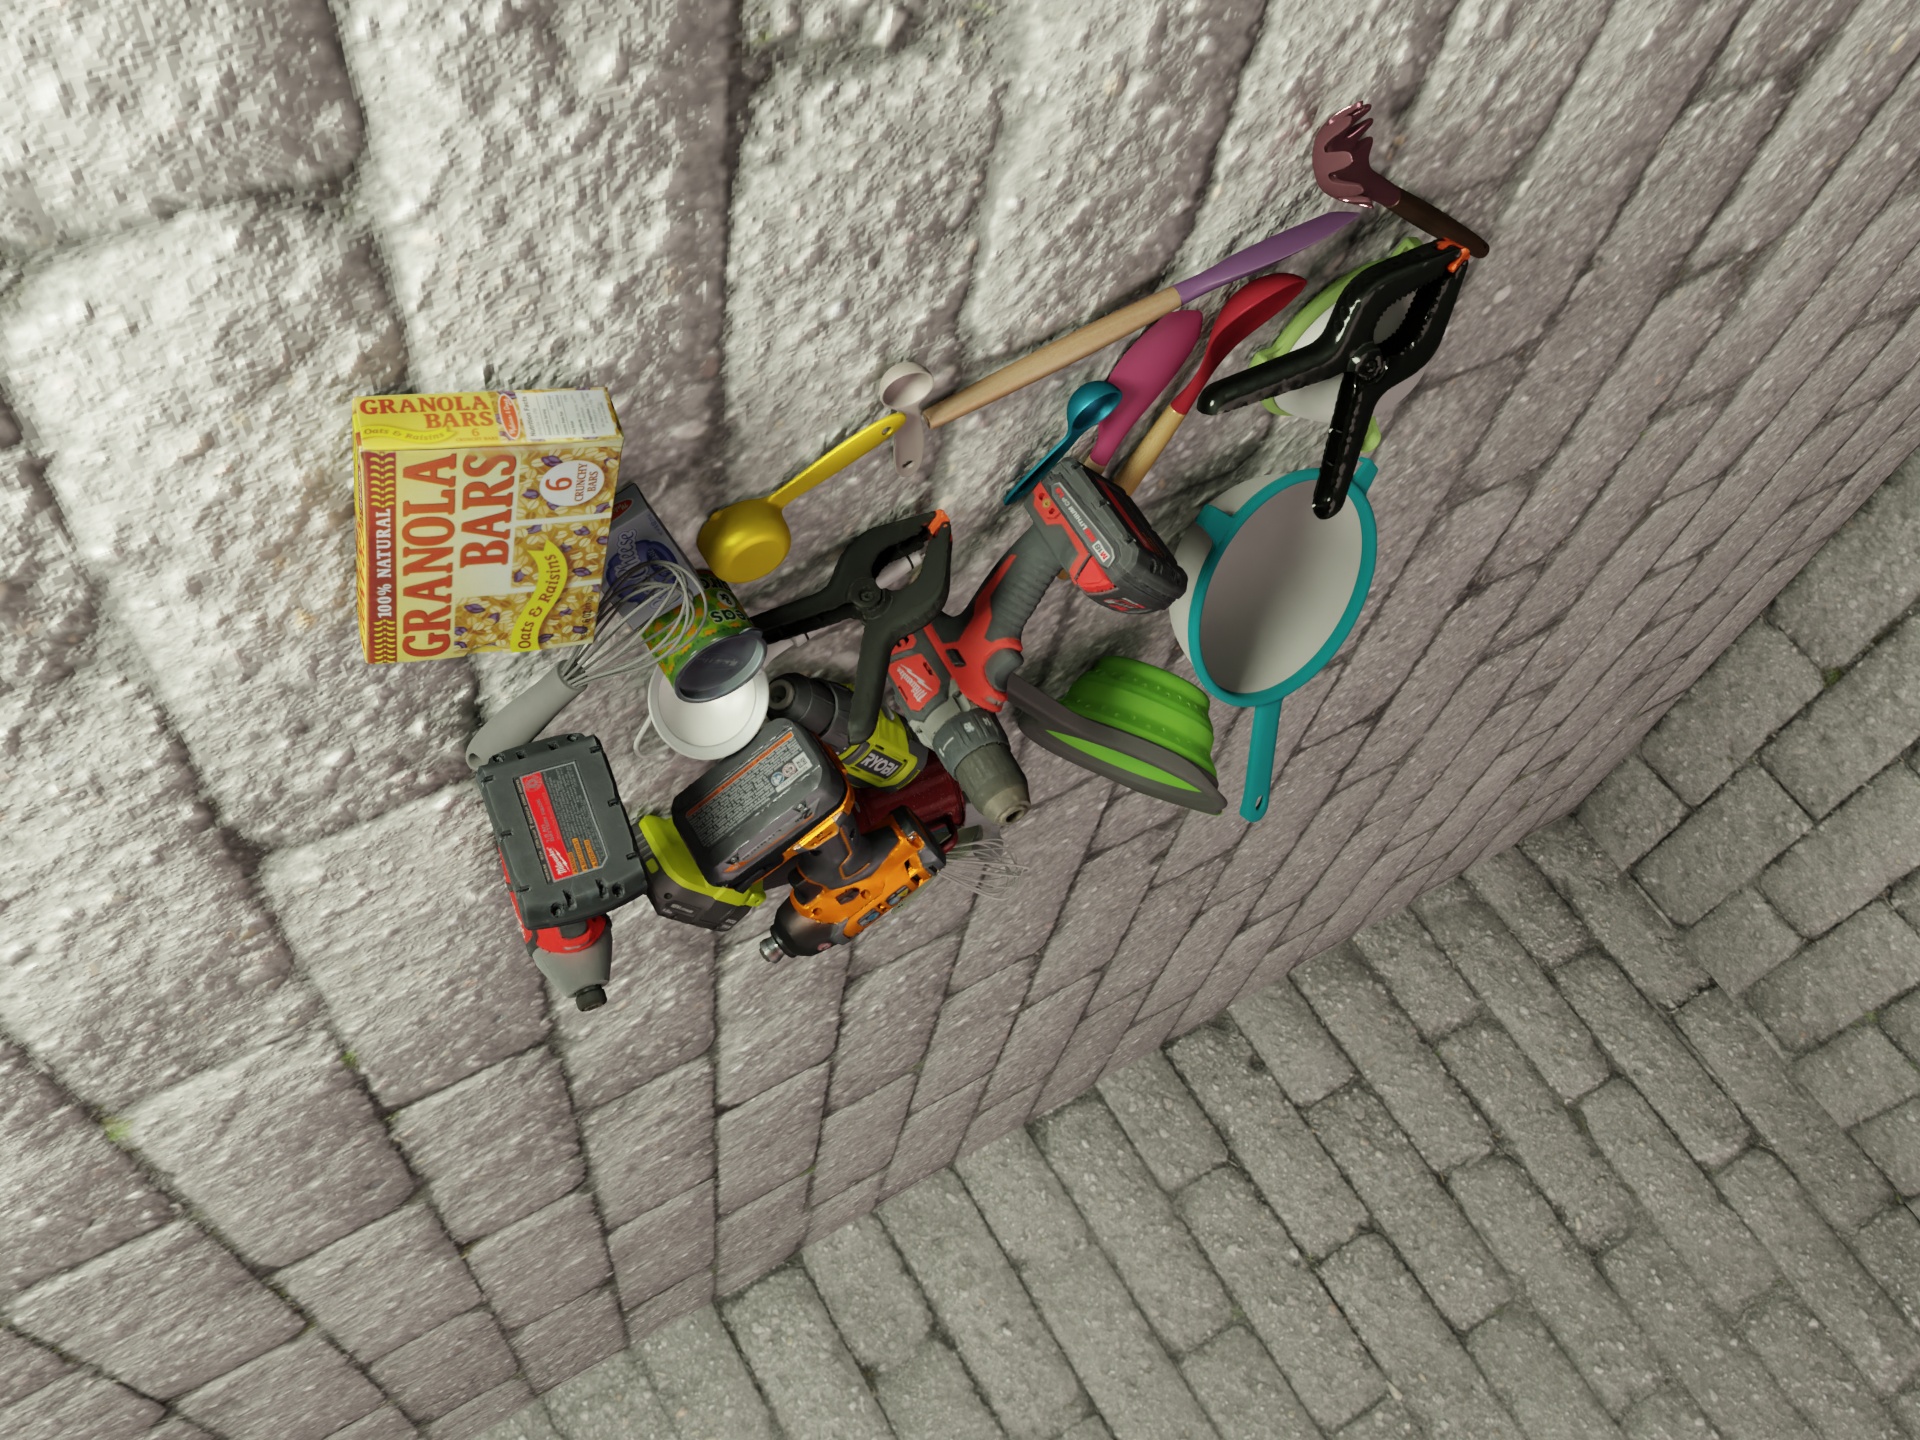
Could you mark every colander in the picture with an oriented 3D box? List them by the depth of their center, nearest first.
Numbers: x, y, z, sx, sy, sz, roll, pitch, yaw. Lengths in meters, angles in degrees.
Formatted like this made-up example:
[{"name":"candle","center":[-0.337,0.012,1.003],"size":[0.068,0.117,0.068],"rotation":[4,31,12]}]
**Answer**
[{"name":"colander","center":[0.115,-0.026,1.396],"size":[0.396,0.205,0.094],"rotation":[31,79,-48]}]

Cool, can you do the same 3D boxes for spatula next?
[{"name":"spatula","center":[0.118,-0.262,1.023],"size":[0.316,0.060,0.018],"rotation":[-27,115,-7]}]

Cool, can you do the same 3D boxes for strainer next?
[{"name":"strainer","center":[-0.121,-0.056,1.102],"size":[0.258,0.050,0.086],"rotation":[-35,113,-11]},{"name":"strainer","center":[0.323,-0.256,1.254],"size":[0.151,0.069,0.256],"rotation":[-37,155,6]},{"name":"strainer","center":[0.247,-0.070,1.383],"size":[0.211,0.095,0.340],"rotation":[-20,127,-29]}]

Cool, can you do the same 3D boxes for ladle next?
[{"name":"ladle","center":[0.149,-0.211,1.172],"size":[0.069,0.031,0.315],"rotation":[-24,158,-44]}]

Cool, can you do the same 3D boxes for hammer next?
[{"name":"hammer","center":[-0.099,0.114,1.429],"size":[0.331,0.033,0.128],"rotation":[-16,131,-26]}]

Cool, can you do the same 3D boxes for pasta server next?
[{"name":"pasta server","center":[0.313,-0.356,1.093],"size":[0.040,0.060,0.316],"rotation":[0,-178,37]}]

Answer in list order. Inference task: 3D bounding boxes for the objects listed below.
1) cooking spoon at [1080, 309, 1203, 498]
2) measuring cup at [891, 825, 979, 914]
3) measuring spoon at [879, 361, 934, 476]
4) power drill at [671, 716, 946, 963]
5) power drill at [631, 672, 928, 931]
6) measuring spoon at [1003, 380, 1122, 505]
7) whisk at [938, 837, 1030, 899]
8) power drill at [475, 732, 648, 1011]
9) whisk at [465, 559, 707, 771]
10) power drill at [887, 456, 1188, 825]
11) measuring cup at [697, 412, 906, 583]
[{"name":"cooking spoon","center":[0.091,-0.174,1.176],"size":[0.068,0.017,0.318],"rotation":[-14,148,-39]},{"name":"measuring cup","center":[-0.033,0.135,1.587],"size":[0.083,0.038,0.167],"rotation":[-8,147,-45]},{"name":"measuring spoon","center":[-0.035,-0.188,0.996],"size":[0.034,0.018,0.124],"rotation":[-20,161,-9]},{"name":"power drill","center":[-0.119,0.103,1.183],"size":[0.164,0.084,0.226],"rotation":[-38,147,2]},{"name":"power drill","center":[-0.151,0.057,1.235],"size":[0.228,0.080,0.190],"rotation":[-41,152,10]},{"name":"measuring spoon","center":[0.064,-0.196,1.111],"size":[0.042,0.021,0.128],"rotation":[-19,162,-46]},{"name":"whisk","center":[-0.035,0.124,1.432],"size":[0.246,0.058,0.059],"rotation":[12,162,-38]},{"name":"power drill","center":[-0.263,0.107,1.054],"size":[0.078,0.143,0.219],"rotation":[-17,163,-20]},{"name":"whisk","center":[-0.234,-0.025,0.967],"size":[0.239,0.055,0.055],"rotation":[-33,161,35]},{"name":"power drill","center":[0.051,-0.053,1.138],"size":[0.226,0.188,0.080],"rotation":[-42,149,20]},{"name":"measuring cup","center":[-0.093,-0.136,0.981],"size":[0.156,0.029,0.062],"rotation":[-33,157,13]}]
